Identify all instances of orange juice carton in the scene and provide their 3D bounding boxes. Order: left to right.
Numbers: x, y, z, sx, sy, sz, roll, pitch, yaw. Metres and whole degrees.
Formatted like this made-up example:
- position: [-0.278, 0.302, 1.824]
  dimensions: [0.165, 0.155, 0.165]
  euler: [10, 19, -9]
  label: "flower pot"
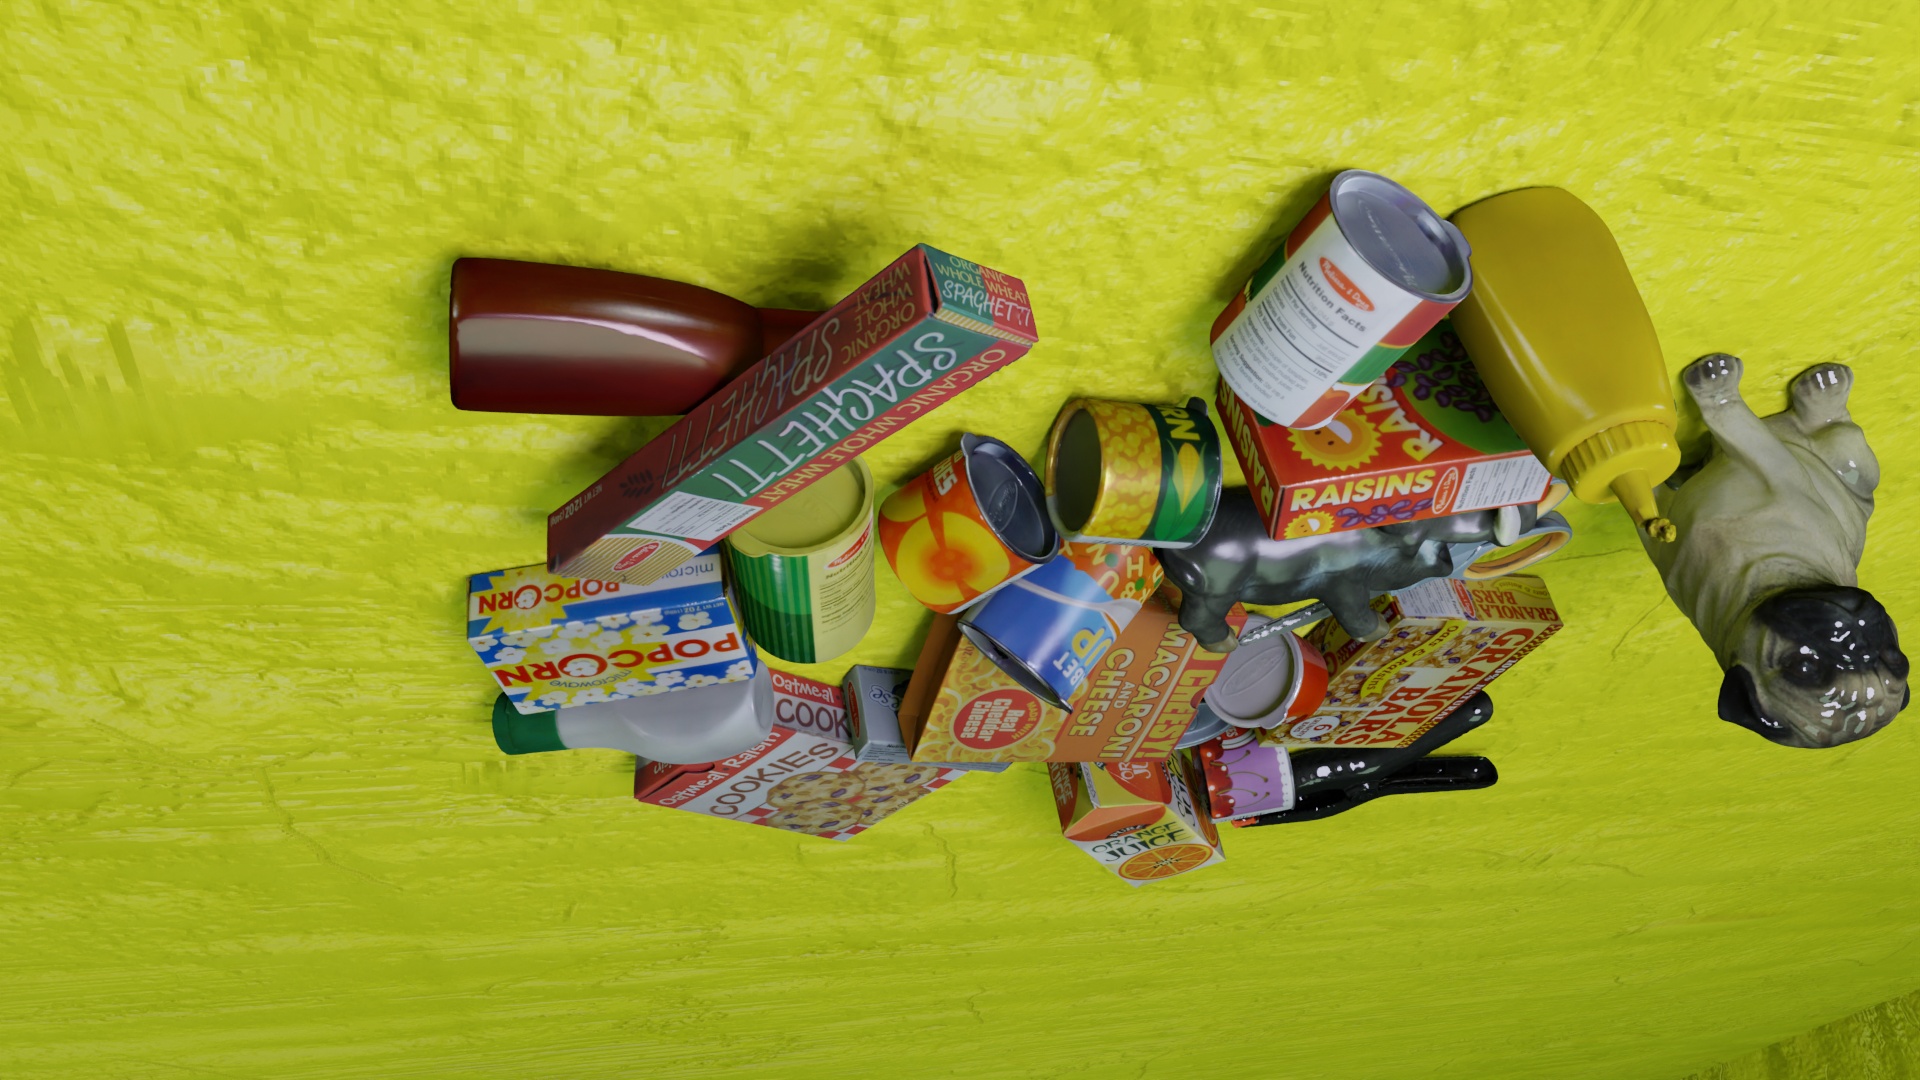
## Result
- position: [0.114, 0.173, 0.951]
  dimensions: [0.073, 0.072, 0.192]
  euler: [-22, 146, 16]
  label: "orange juice carton"

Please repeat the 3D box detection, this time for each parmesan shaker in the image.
- position: [-0.075, 0.007, 0.641]
  dimensions: [0.071, 0.071, 0.102]
  euler: [-6, 148, -7]
  label: "parmesan shaker"

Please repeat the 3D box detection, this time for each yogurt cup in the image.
- position: [0.186, 0.081, 0.839]
  dimensions: [0.072, 0.072, 0.054]
  euler: [-32, 150, 30]
  label: "yogurt cup"

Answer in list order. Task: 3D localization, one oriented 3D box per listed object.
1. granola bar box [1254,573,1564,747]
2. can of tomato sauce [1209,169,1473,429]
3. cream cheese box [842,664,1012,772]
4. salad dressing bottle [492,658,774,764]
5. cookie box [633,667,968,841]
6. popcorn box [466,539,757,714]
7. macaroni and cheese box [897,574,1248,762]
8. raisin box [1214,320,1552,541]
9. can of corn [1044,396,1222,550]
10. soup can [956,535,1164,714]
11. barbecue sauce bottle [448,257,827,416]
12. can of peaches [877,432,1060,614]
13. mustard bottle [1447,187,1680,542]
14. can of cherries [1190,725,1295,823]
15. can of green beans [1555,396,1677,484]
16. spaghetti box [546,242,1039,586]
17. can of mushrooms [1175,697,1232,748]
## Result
- position: [0.276, 0.078, 0.881]
  dimensions: [0.124, 0.039, 0.164]
  euler: [4, 145, -22]
  label: "granola bar box"
- position: [0.150, -0.094, 0.554]
  dimensions: [0.071, 0.071, 0.082]
  euler: [8, 144, -26]
  label: "can of tomato sauce"
- position: [-0.017, 0.107, 0.827]
  dimensions: [0.104, 0.053, 0.024]
  euler: [10, 140, -29]
  label: "cream cheese box"
- position: [-0.178, 0.092, 0.756]
  dimensions: [0.148, 0.064, 0.043]
  euler: [-6, 143, 8]
  label: "salad dressing bottle"
- position: [-0.097, 0.137, 0.862]
  dimensions: [0.167, 0.040, 0.122]
  euler: [22, 135, -40]
  label: "cookie box"
- position: [-0.172, 0.044, 0.699]
  dimensions: [0.127, 0.038, 0.084]
  euler: [-9, 148, -3]
  label: "popcorn box"
- position: [0.062, 0.072, 0.781]
  dimensions: [0.167, 0.040, 0.123]
  euler: [4, 129, -22]
  label: "macaroni and cheese box"
- position: [0.185, -0.051, 0.611]
  dimensions: [0.123, 0.086, 0.039]
  euler: [-8, 141, -4]
  label: "raisin box"
- position: [0.077, -0.033, 0.629]
  dimensions: [0.058, 0.071, 0.070]
  euler: [3, 145, -20]
  label: "can of corn"
- position: [0.052, 0.031, 0.681]
  dimensions: [0.084, 0.071, 0.071]
  euler: [-50, 146, -10]
  label: "soup can"
- position: [-0.115, -0.073, 0.529]
  dimensions: [0.149, 0.044, 0.064]
  euler: [1, 149, -19]
  label: "barbecue sauce bottle"
- position: [0.002, -0.008, 0.646]
  dimensions: [0.058, 0.071, 0.071]
  euler: [-32, 142, 30]
  label: "can of peaches"
- position: [0.236, -0.065, 0.535]
  dimensions: [0.065, 0.161, 0.048]
  euler: [-12, 149, 5]
  label: "mustard bottle"
- position: [0.192, 0.154, 0.955]
  dimensions: [0.058, 0.072, 0.071]
  euler: [-11, 147, 2]
  label: "can of cherries"
- position: [0.287, -0.061, 0.643]
  dimensions: [0.058, 0.071, 0.071]
  euler: [19, 137, -39]
  label: "can of green beans"
- position: [-0.075, -0.037, 0.530]
  dimensions: [0.050, 0.029, 0.249]
  euler: [11, 152, -43]
  label: "spaghetti box"
- position: [0.139, 0.105, 0.889]
  dimensions: [0.071, 0.033, 0.070]
  euler: [-8, 148, -5]
  label: "can of mushrooms"
